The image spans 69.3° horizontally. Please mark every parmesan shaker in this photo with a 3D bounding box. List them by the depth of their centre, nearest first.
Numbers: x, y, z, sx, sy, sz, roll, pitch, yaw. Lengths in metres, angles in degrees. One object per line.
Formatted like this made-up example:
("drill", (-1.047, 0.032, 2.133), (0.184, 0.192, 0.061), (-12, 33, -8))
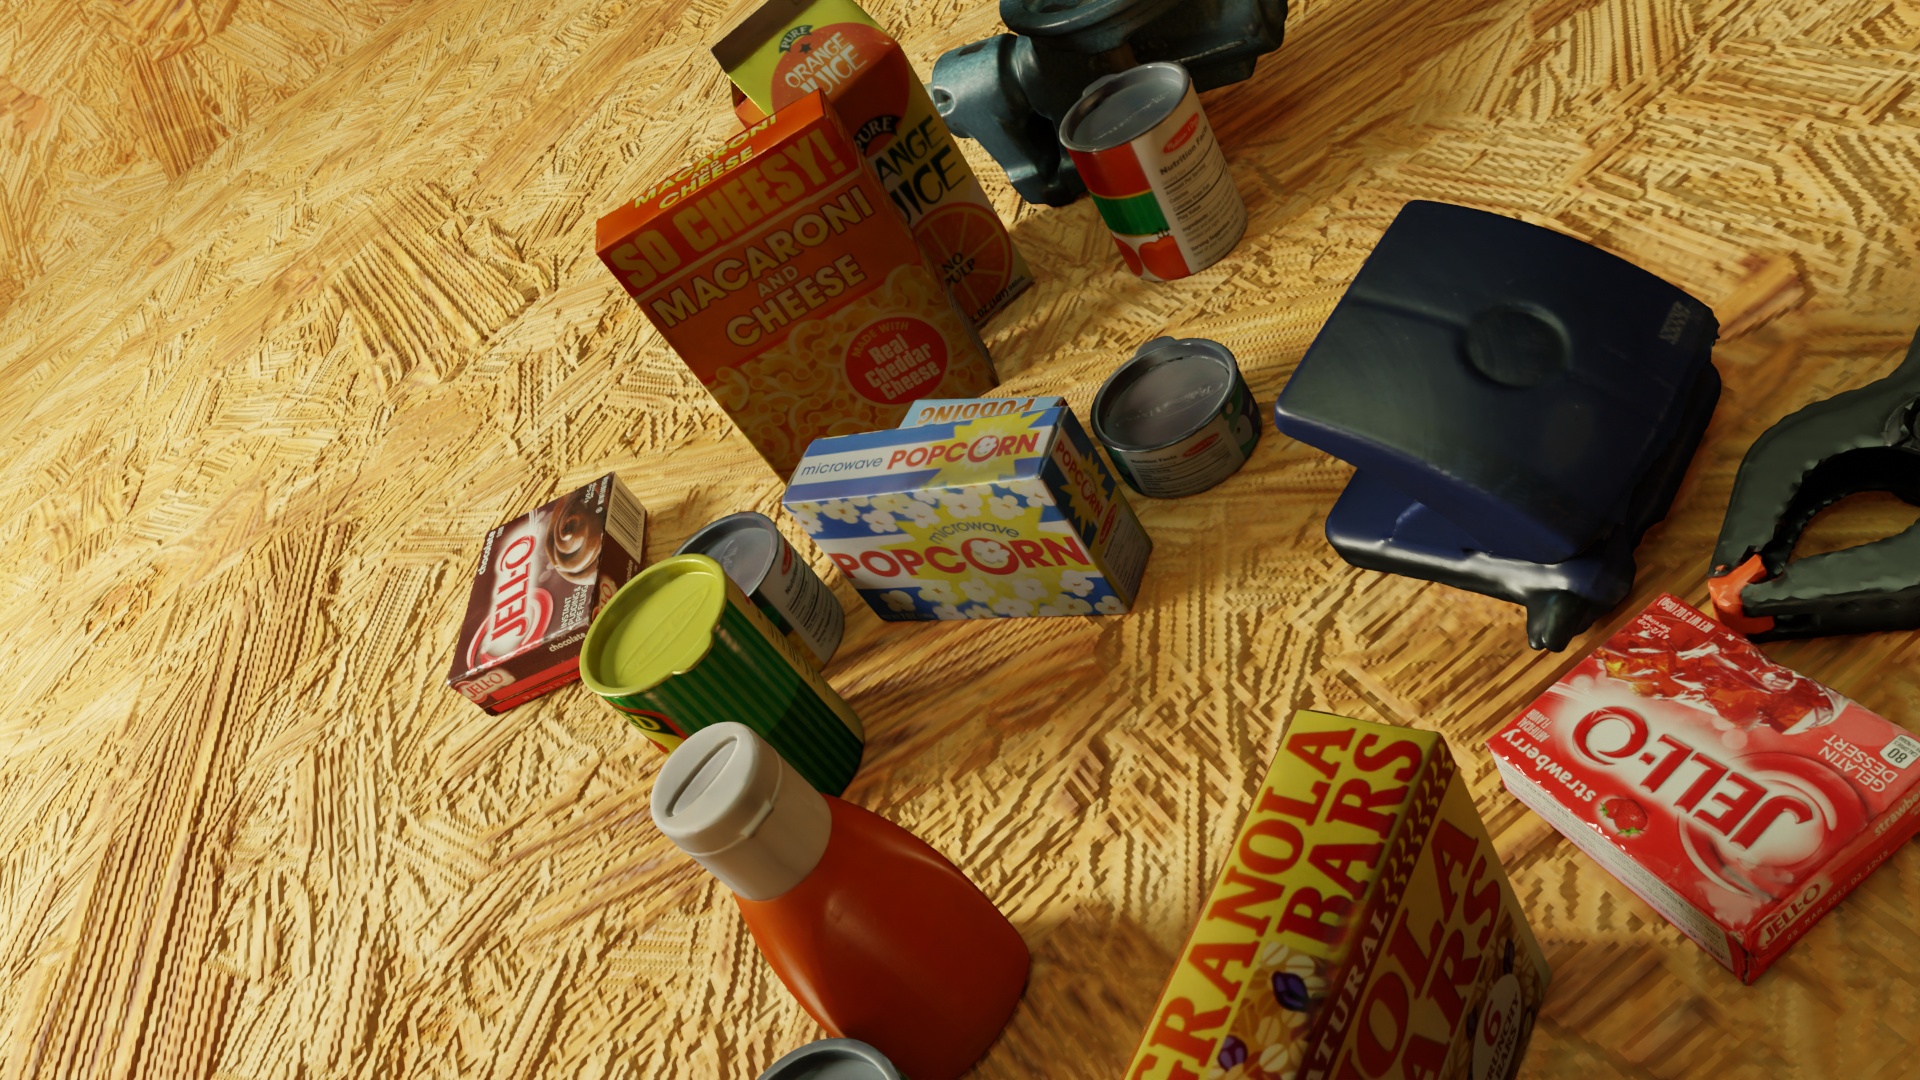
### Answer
("parmesan shaker", (-0.090, 0.064, 0.547), (0.071, 0.102, 0.072), (-21, 41, 19))

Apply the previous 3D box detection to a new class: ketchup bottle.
("ketchup bottle", (-0.035, 0.110, 0.421), (0.043, 0.148, 0.065), (20, 64, 47))

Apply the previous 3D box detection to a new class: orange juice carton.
("orange juice carton", (-0.047, -0.190, 0.705), (0.072, 0.192, 0.073), (-42, 38, -7))

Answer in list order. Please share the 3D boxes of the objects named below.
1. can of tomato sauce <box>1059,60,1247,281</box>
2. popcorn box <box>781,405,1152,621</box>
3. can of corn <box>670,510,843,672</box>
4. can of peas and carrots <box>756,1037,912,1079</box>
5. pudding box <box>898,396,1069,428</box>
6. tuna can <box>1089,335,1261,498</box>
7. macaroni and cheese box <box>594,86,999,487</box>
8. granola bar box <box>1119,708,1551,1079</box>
("can of tomato sauce", (0.094, -0.179, 0.677), (0.071, 0.083, 0.071), (-20, 41, 19))
("popcorn box", (0.002, -0.007, 0.566), (0.126, 0.085, 0.038), (-4, 48, 34))
("can of corn", (-0.096, 0.031, 0.621), (0.071, 0.058, 0.071), (-20, 41, 19))
("can of peas and carrots", (-0.028, 0.190, 0.406), (0.071, 0.058, 0.071), (-20, 41, 19))
("pudding box", (0.015, -0.037, 0.616), (0.083, 0.049, 0.030), (2, 52, 38))
("tuna can", (0.091, -0.053, 0.590), (0.071, 0.032, 0.071), (-20, 41, 19))
("macaroni and cheese box", (-0.075, -0.114, 0.668), (0.123, 0.166, 0.040), (-28, 39, 10))
("granola bar box", (0.081, 0.142, 0.322), (0.039, 0.123, 0.166), (8, 55, 42))
